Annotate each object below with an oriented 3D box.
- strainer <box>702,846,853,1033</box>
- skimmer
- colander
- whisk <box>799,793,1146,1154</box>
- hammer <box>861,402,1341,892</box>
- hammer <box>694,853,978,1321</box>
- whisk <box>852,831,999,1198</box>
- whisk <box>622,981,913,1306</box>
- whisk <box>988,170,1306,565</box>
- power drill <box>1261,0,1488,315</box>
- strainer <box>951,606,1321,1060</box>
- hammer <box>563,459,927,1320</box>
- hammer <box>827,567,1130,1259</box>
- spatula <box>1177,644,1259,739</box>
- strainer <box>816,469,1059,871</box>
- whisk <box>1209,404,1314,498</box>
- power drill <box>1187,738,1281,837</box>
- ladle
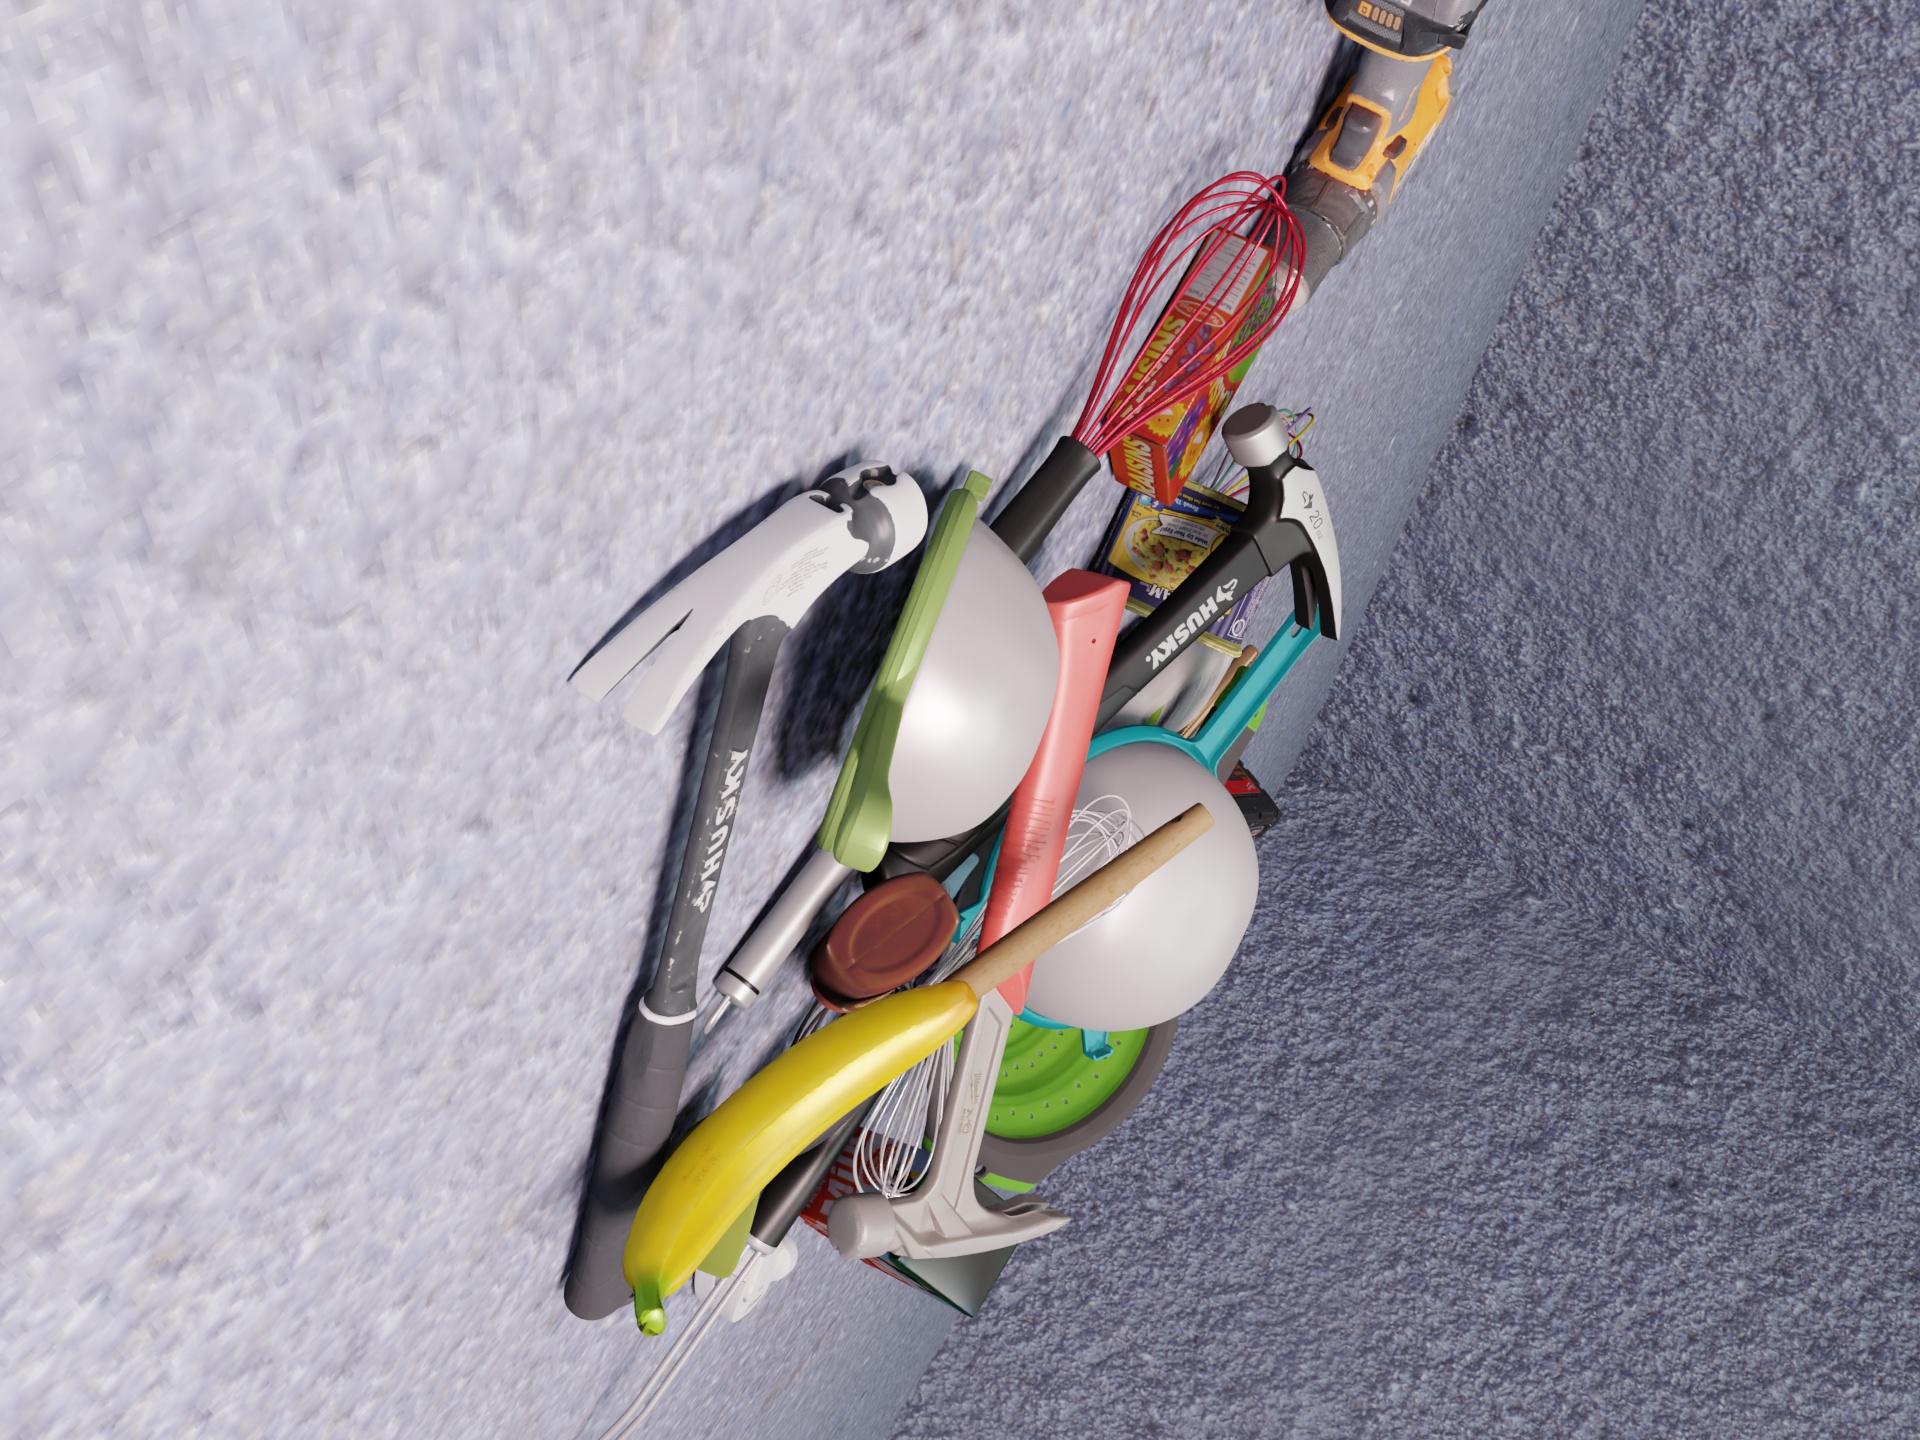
[{"bbox_3d":[-0.036,0.039,0.733,0.258,0.050,0.087,-53,-178,-16],"label":"strainer"},{"bbox_3d":[-0.126,0.347,0.850,0.363,0.090,0.127,-55,137,-8],"label":"skimmer"},{"bbox_3d":[0.088,0.130,1.121,0.204,0.095,0.397,32,88,-33],"label":"colander"},{"bbox_3d":[0.003,0.135,0.854,0.284,0.070,0.070,-39,156,-29],"label":"whisk"},{"bbox_3d":[0.077,-0.010,0.852,0.335,0.035,0.146,-43,126,-12],"label":"hammer"},{"bbox_3d":[-0.072,0.215,0.950,0.331,0.033,0.128,-64,166,10],"label":"hammer"},{"bbox_3d":[-0.012,0.186,0.999,0.057,0.059,0.246,84,21,-74],"label":"whisk"},{"bbox_3d":[-0.100,0.208,0.820,0.239,0.055,0.055,-43,158,-38],"label":"whisk"},{"bbox_3d":[0.067,-0.137,0.730,0.296,0.073,0.073,-52,164,-10],"label":"whisk"},{"bbox_3d":[0.216,-0.332,0.832,0.185,0.084,0.226,-56,169,-14],"label":"power drill"},{"bbox_3d":[0.158,0.066,1.013,0.340,0.095,0.210,-52,131,-9],"label":"strainer"},{"bbox_3d":[-0.110,0.100,0.604,0.149,0.036,0.408,-40,155,-52],"label":"hammer"},{"bbox_3d":[0.034,0.102,0.812,0.149,0.037,0.359,7,100,-41],"label":"hammer"},{"bbox_3d":[0.154,0.064,1.349,0.317,0.044,0.082,-49,151,-1],"label":"spatula"},{"bbox_3d":[-0.002,0.006,0.572,0.256,0.069,0.151,-84,-165,-73],"label":"strainer"},{"bbox_3d":[0.181,-0.160,1.107,0.245,0.047,0.051,-43,145,-39],"label":"whisk"},{"bbox_3d":[0.139,0.116,1.247,0.226,0.080,0.187,-45,158,21],"label":"power drill"},{"bbox_3d":[-0.008,0.145,0.744,0.320,0.062,0.078,-35,-162,-1],"label":"ladle"}]
